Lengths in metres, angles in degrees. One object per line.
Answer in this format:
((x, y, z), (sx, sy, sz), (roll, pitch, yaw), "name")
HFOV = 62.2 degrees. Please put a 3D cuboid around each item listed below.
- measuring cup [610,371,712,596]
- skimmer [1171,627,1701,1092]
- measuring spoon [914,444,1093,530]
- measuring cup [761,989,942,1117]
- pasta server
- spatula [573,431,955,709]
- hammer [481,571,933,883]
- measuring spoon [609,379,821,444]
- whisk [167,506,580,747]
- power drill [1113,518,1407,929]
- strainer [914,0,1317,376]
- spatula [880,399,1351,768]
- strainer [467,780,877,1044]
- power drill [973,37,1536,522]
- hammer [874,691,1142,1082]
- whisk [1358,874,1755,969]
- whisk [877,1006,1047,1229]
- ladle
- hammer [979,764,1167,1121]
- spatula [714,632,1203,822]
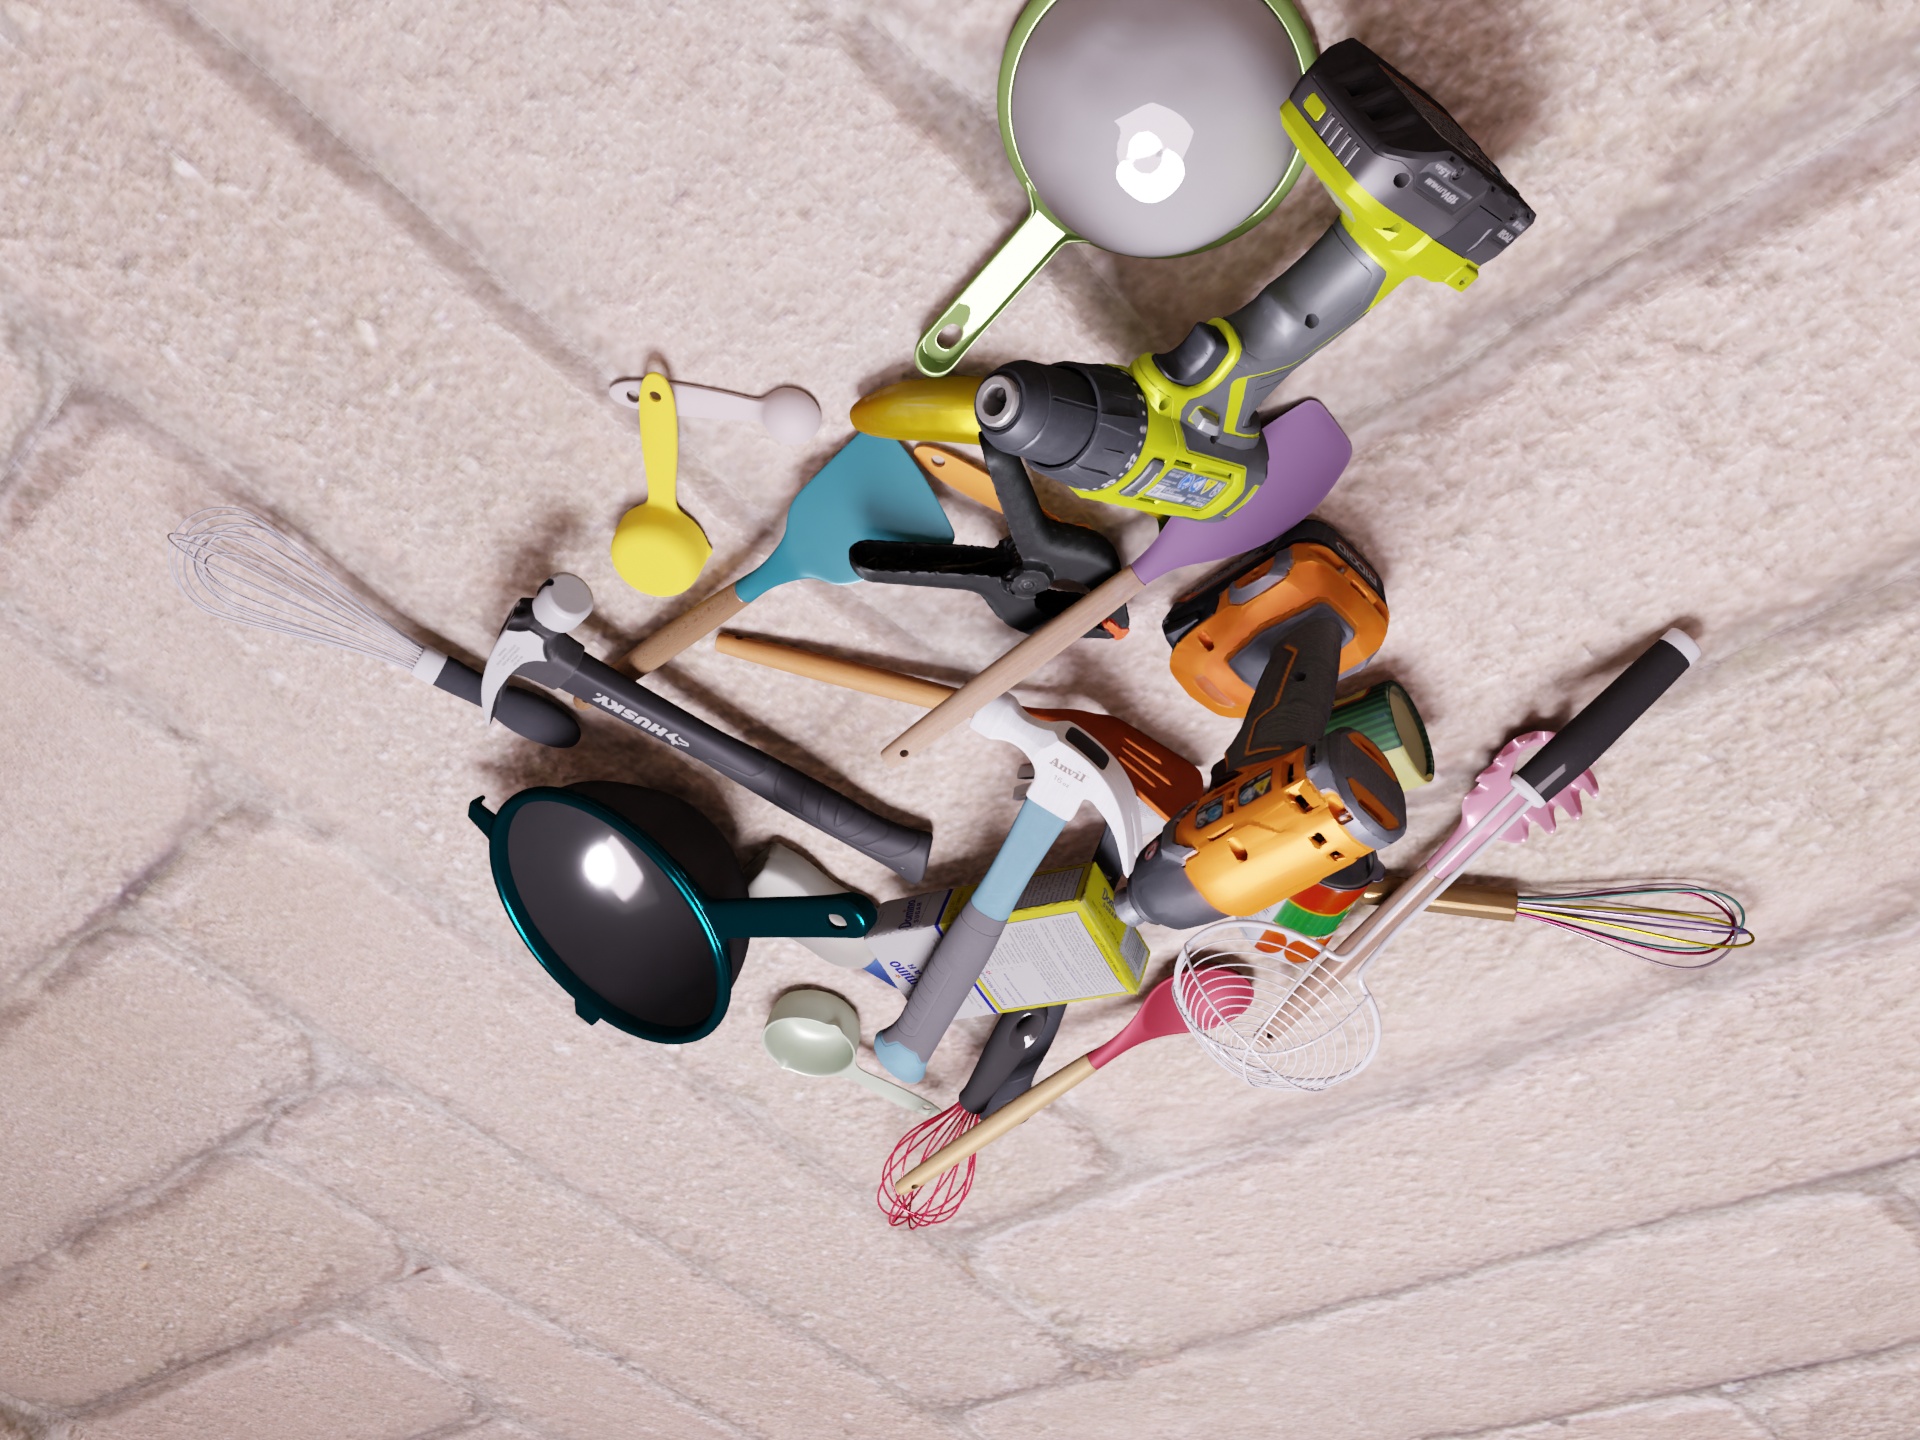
((-0.179, -0.133, 0.928), (0.062, 0.029, 0.156), (13, 139, 3), "measuring cup")
((0.278, 0.079, 0.934), (0.127, 0.090, 0.363), (44, 96, -4), "skimmer")
((0.026, -0.129, 0.907), (0.117, 0.011, 0.021), (27, 139, -7), "measuring spoon")
((-0.080, 0.268, 1.273), (0.167, 0.038, 0.083), (33, 131, -19), "measuring cup")
((0.286, 0.117, 1.020), (0.060, 0.040, 0.316), (37, 121, 1), "pasta server")
((-0.141, -0.072, 0.978), (0.317, 0.044, 0.082), (-27, 101, 39), "spatula")
((-0.156, 0.025, 1.047), (0.334, 0.035, 0.146), (31, 140, -24), "hammer")
((-0.140, -0.174, 0.896), (0.124, 0.018, 0.034), (9, 133, 6), "measuring spoon")
((-0.378, -0.051, 1.041), (0.284, 0.070, 0.070), (29, 132, -19), "whisk")
((0.154, 0.010, 0.851), (0.084, 0.227, 0.164), (39, 128, -22), "power drill")
((0.055, -0.241, 0.755), (0.151, 0.069, 0.256), (35, 128, -18), "strainer")
((0.080, -0.065, 0.888), (0.316, 0.018, 0.059), (-36, 118, 16), "spatula")
((-0.171, 0.111, 1.074), (0.340, 0.095, 0.210), (-6, 116, 38), "strainer")
((0.126, -0.184, 0.722), (0.190, 0.080, 0.228), (3, 141, -50), "power drill")
((0.013, 0.128, 1.027), (0.128, 0.033, 0.330), (30, 129, 5), "hammer")
((0.382, 0.123, 1.029), (0.245, 0.047, 0.051), (6, 134, 13), "whisk")
((0.003, 0.306, 1.233), (0.073, 0.073, 0.295), (21, 127, -6), "whisk")
((0.078, 0.268, 1.177), (0.315, 0.031, 0.069), (-36, 123, 12), "ladle")
((0.070, 0.180, 1.158), (0.149, 0.036, 0.408), (17, 133, -1), "hammer")
((-0.002, -0.003, 1.000), (0.322, 0.081, 0.041), (14, 119, 7), "spatula")
